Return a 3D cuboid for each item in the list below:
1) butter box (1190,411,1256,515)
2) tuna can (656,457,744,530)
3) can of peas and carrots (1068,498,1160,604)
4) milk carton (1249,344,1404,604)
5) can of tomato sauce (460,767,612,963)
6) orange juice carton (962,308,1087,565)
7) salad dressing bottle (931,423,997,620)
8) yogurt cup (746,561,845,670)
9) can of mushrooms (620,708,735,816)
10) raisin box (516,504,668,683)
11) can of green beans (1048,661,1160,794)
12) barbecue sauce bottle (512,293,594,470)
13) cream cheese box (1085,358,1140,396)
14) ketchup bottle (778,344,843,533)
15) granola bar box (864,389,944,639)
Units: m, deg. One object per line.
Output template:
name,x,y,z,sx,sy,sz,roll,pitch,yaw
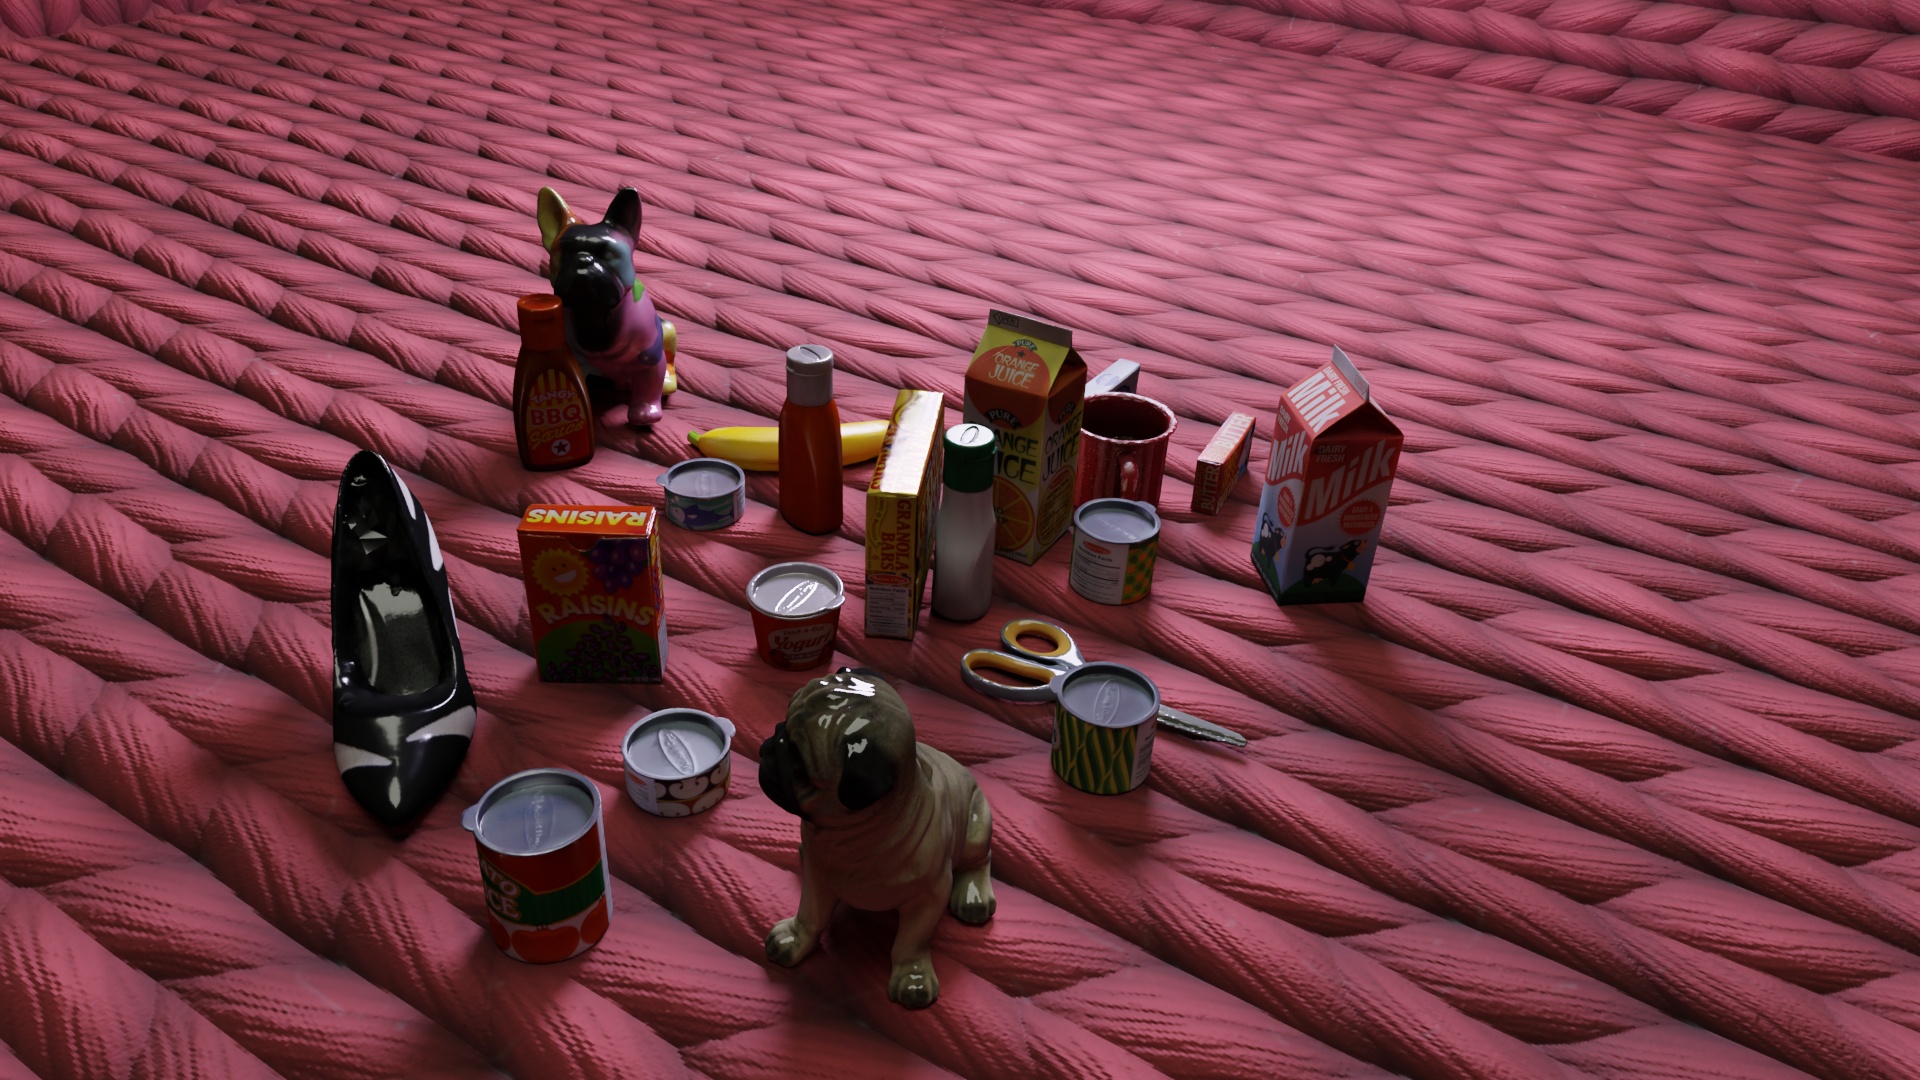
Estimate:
butter box,0.230,-0.068,1.210,0.024,0.052,0.104,17,35,21
tuna can,-0.213,-0.038,1.141,0.071,0.032,0.071,2,32,-1
can of peas and carrots,0.120,0.007,1.075,0.071,0.058,0.071,2,32,-1
milk carton,0.279,-0.048,1.055,0.073,0.189,0.072,-2,32,-9
can of tomato sauce,-0.227,0.177,0.752,0.071,0.082,0.071,2,32,-1
orange juice carton,0.048,-0.086,1.091,0.072,0.191,0.073,19,35,23
salad dressing bottle,0.004,-0.013,1.013,0.044,0.146,0.064,11,33,12
yogurt cup,-0.116,0.055,0.982,0.072,0.053,0.073,2,32,-1
can of mushrooms,-0.174,0.137,0.865,0.071,0.033,0.071,2,32,-1
raisin box,-0.245,0.037,0.934,0.086,0.122,0.040,2,32,-2
can of green beans,0.092,0.121,0.894,0.071,0.057,0.071,2,32,-1
barbecue sauce bottle,-0.347,-0.133,1.172,0.065,0.147,0.044,-12,35,-22
cream cheese box,0.133,-0.126,1.294,0.024,0.053,0.104,20,36,25
ketchup bottle,-0.121,-0.082,1.111,0.044,0.148,0.065,-20,39,-32
granola bar box,-0.040,-0.023,1.047,0.039,0.123,0.166,5,32,3
